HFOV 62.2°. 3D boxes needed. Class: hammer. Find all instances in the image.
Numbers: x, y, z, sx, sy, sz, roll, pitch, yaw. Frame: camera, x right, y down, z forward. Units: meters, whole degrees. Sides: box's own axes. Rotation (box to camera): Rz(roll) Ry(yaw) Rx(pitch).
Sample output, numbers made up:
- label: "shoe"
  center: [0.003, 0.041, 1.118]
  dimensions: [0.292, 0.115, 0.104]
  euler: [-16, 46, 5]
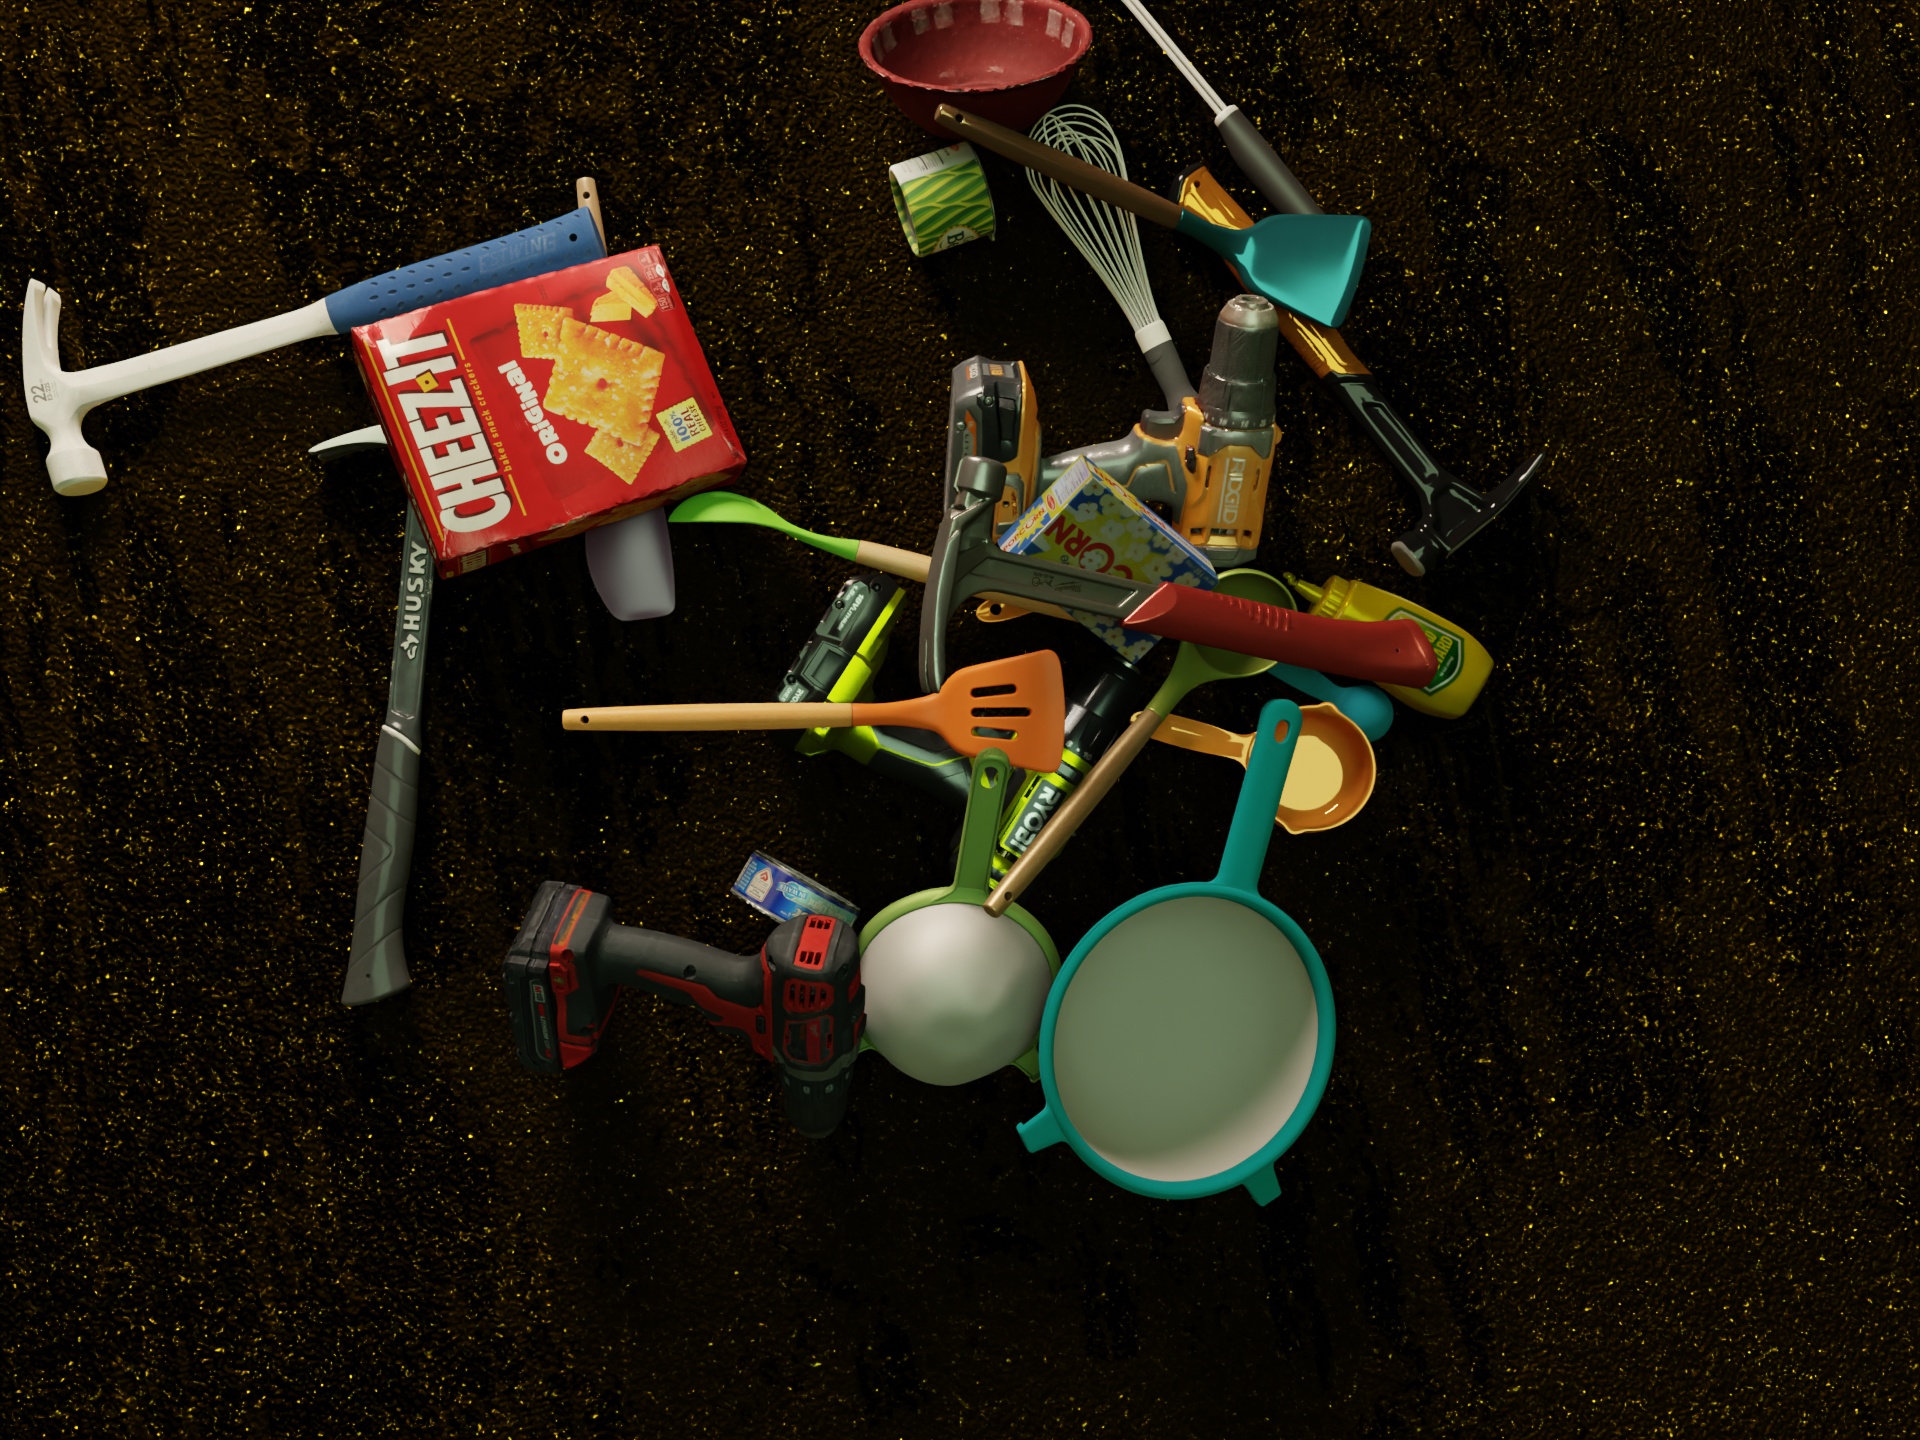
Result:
- label: "hammer"
  center: [-0.446, -0.282, 1.098]
  dimensions: [0.405, 0.035, 0.144]
  euler: [-17, 88, -1]
- label: "hammer"
  center: [-0.389, -0.008, 1.098]
  dimensions: [0.149, 0.036, 0.409]
  euler: [5, 87, -2]
- label: "hammer"
  center: [0.150, -0.059, 1.038]
  dimensions: [0.359, 0.037, 0.149]
  euler: [11, 88, -19]
- label: "hammer"
  center: [0.273, -0.271, 1.154]
  dimensions: [0.127, 0.034, 0.337]
  euler: [-40, 90, -4]

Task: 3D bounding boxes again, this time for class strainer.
- label: "strainer"
  center: [0.004, 0.144, 1.046]
  dimensions: [0.151, 0.069, 0.256]
  euler: [8, 114, -4]
- label: "strainer"
  center: [0.159, 0.148, 1.089]
  dimensions: [0.211, 0.095, 0.340]
  euler: [17, 87, -16]

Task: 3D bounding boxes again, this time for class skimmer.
- label: "skimmer"
  center: [0.168, -0.496, 1.131]
  dimensions: [0.363, 0.090, 0.127]
  euler: [50, 54, -2]

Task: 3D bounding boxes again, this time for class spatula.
- label: "spatula"
  center: [0.131, -0.358, 1.091]
  dimensions: [0.317, 0.044, 0.082]
  euler: [17, 91, -19]
- label: "spatula"
  center: [-0.248, -0.228, 1.126]
  dimensions: [0.060, 0.018, 0.316]
  euler: [-7, 88, -3]
- label: "spatula"
  center: [-0.095, -0.003, 1.033]
  dimensions: [0.322, 0.041, 0.081]
  euler: [-1, 93, -6]

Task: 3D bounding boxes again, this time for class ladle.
- label: "ladle"
  center: [0.121, 0.013, 1.065]
  dimensions: [0.078, 0.062, 0.320]
  euler: [49, 63, -14]

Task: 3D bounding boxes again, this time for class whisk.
- label: "whisk"
  center: [0.123, -0.304, 1.139]
  dimensions: [0.070, 0.070, 0.284]
  euler: [-26, 94, -5]

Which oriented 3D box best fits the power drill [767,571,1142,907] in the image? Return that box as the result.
- label: "power drill"
  center: [-0.002, -0.004, 1.102]
  dimensions: [0.228, 0.080, 0.190]
  euler: [33, 87, -4]

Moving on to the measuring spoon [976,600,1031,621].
- label: "measuring spoon"
  center: [0.067, -0.094, 1.145]
  dimensions: [0.117, 0.011, 0.021]
  euler: [-19, 91, -1]

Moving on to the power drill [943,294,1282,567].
- label: "power drill"
  center: [0.106, -0.200, 1.084]
  dimensions: [0.226, 0.084, 0.185]
  euler: [3, 121, -4]

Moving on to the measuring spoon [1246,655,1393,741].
- label: "measuring spoon"
  center: [0.256, -0.027, 1.146]
  dimensions: [0.128, 0.021, 0.042]
  euler: [31, 86, -1]

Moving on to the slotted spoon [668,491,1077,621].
- label: "slotted spoon"
  center: [-0.047, -0.112, 1.114]
  dimensions: [0.313, 0.070, 0.031]
  euler: [15, 96, -7]

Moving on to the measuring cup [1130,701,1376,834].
- label: "measuring cup"
  center: [0.205, 0.025, 1.130]
  dimensions: [0.173, 0.052, 0.095]
  euler: [16, 84, 10]

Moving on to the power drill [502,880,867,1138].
- label: "power drill"
  center: [-0.175, 0.198, 1.056]
  dimensions: [0.226, 0.080, 0.187]
  euler: [7, 129, 4]
